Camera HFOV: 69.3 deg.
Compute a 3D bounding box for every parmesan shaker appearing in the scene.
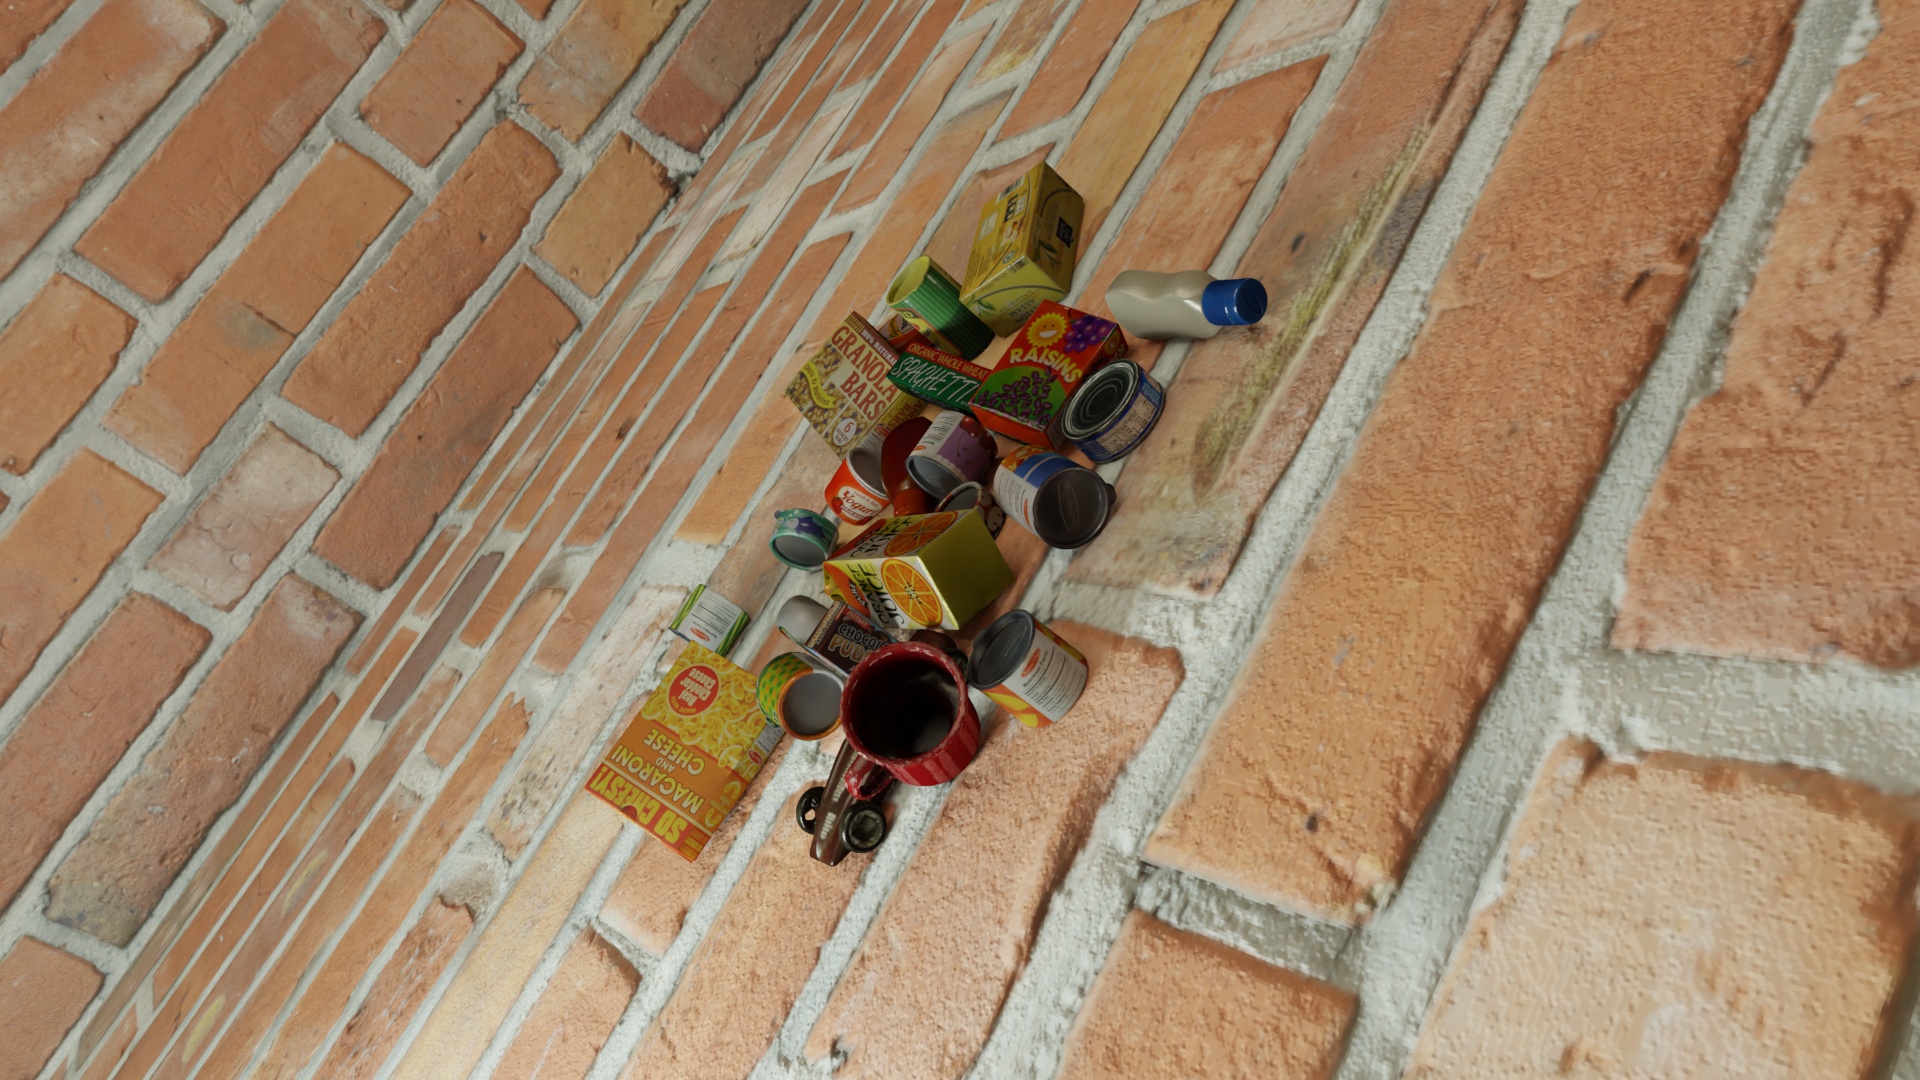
[{"bbox_3d":[-0.018,-0.239,1.450,0.071,0.103,0.072,-38,29,26],"label":"parmesan shaker"}]

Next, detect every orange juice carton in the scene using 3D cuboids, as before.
[{"bbox_3d":[-0.048,0.026,1.179,0.072,0.073,0.192,-39,19,-30],"label":"orange juice carton"}]

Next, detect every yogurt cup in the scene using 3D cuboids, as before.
[{"bbox_3d":[-0.099,-0.051,1.388,0.053,0.072,0.073,-46,26,27],"label":"yogurt cup"}]

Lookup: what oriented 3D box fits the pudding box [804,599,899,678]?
[{"bbox_3d":[-0.083,0.092,1.162,0.050,0.083,0.030,-57,30,-11],"label":"pudding box"}]

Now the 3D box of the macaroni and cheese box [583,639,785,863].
[{"bbox_3d":[-0.244,0.188,1.261,0.124,0.040,0.167,25,70,29],"label":"macaroni and cheese box"}]

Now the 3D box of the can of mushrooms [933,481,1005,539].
[{"bbox_3d":[0.004,-0.015,1.215,0.071,0.033,0.071,-36,31,26],"label":"can of mushrooms"}]

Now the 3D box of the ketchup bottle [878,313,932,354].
[{"bbox_3d":[-0.065,-0.231,1.579,0.148,0.043,0.065,-29,40,38],"label":"ketchup bottle"}]

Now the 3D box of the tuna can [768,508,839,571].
[{"bbox_3d":[-0.162,-0.001,1.411,0.071,0.071,0.033,-23,39,43],"label":"tuna can"}]

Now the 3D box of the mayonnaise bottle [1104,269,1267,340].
[{"bbox_3d":[0.185,-0.193,1.131,0.041,0.064,0.148,-55,31,-15],"label":"mayonnaise bottle"}]

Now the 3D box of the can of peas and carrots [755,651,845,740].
[{"bbox_3d":[-0.139,0.138,1.210,0.071,0.071,0.059,-56,28,-8],"label":"can of peas and carrots"}]

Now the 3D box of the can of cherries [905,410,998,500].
[{"bbox_3d":[-0.006,-0.074,1.268,0.071,0.071,0.058,-5,46,55],"label":"can of cherries"}]

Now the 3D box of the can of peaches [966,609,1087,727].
[{"bbox_3d":[0.047,0.091,0.991,0.071,0.058,0.071,-38,30,26],"label":"can of peaches"}]

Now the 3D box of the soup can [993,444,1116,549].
[{"bbox_3d":[0.074,-0.037,1.103,0.071,0.071,0.084,-51,26,0],"label":"soup can"}]

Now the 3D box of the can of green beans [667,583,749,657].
[{"bbox_3d":[-0.265,0.087,1.466,0.058,0.071,0.071,-57,27,-13],"label":"can of green beans"}]

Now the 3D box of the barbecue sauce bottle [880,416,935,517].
[{"bbox_3d":[-0.047,-0.057,1.335,0.064,0.043,0.149,-35,32,21],"label":"barbecue sauce bottle"}]

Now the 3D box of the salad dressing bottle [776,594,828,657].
[{"bbox_3d":[-0.122,0.085,1.245,0.044,0.064,0.148,-58,24,-5],"label":"salad dressing bottle"}]

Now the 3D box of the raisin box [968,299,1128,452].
[{"bbox_3d":[0.077,-0.145,1.214,0.086,0.040,0.124,24,71,35],"label":"raisin box"}]

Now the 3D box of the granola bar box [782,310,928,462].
[{"bbox_3d":[-0.113,-0.164,1.521,0.124,0.039,0.166,-48,45,6],"label":"granola bar box"}]

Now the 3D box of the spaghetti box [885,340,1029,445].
[{"bbox_3d":[0.006,-0.145,1.341,0.050,0.028,0.250,-53,36,-5],"label":"spaghetti box"}]
